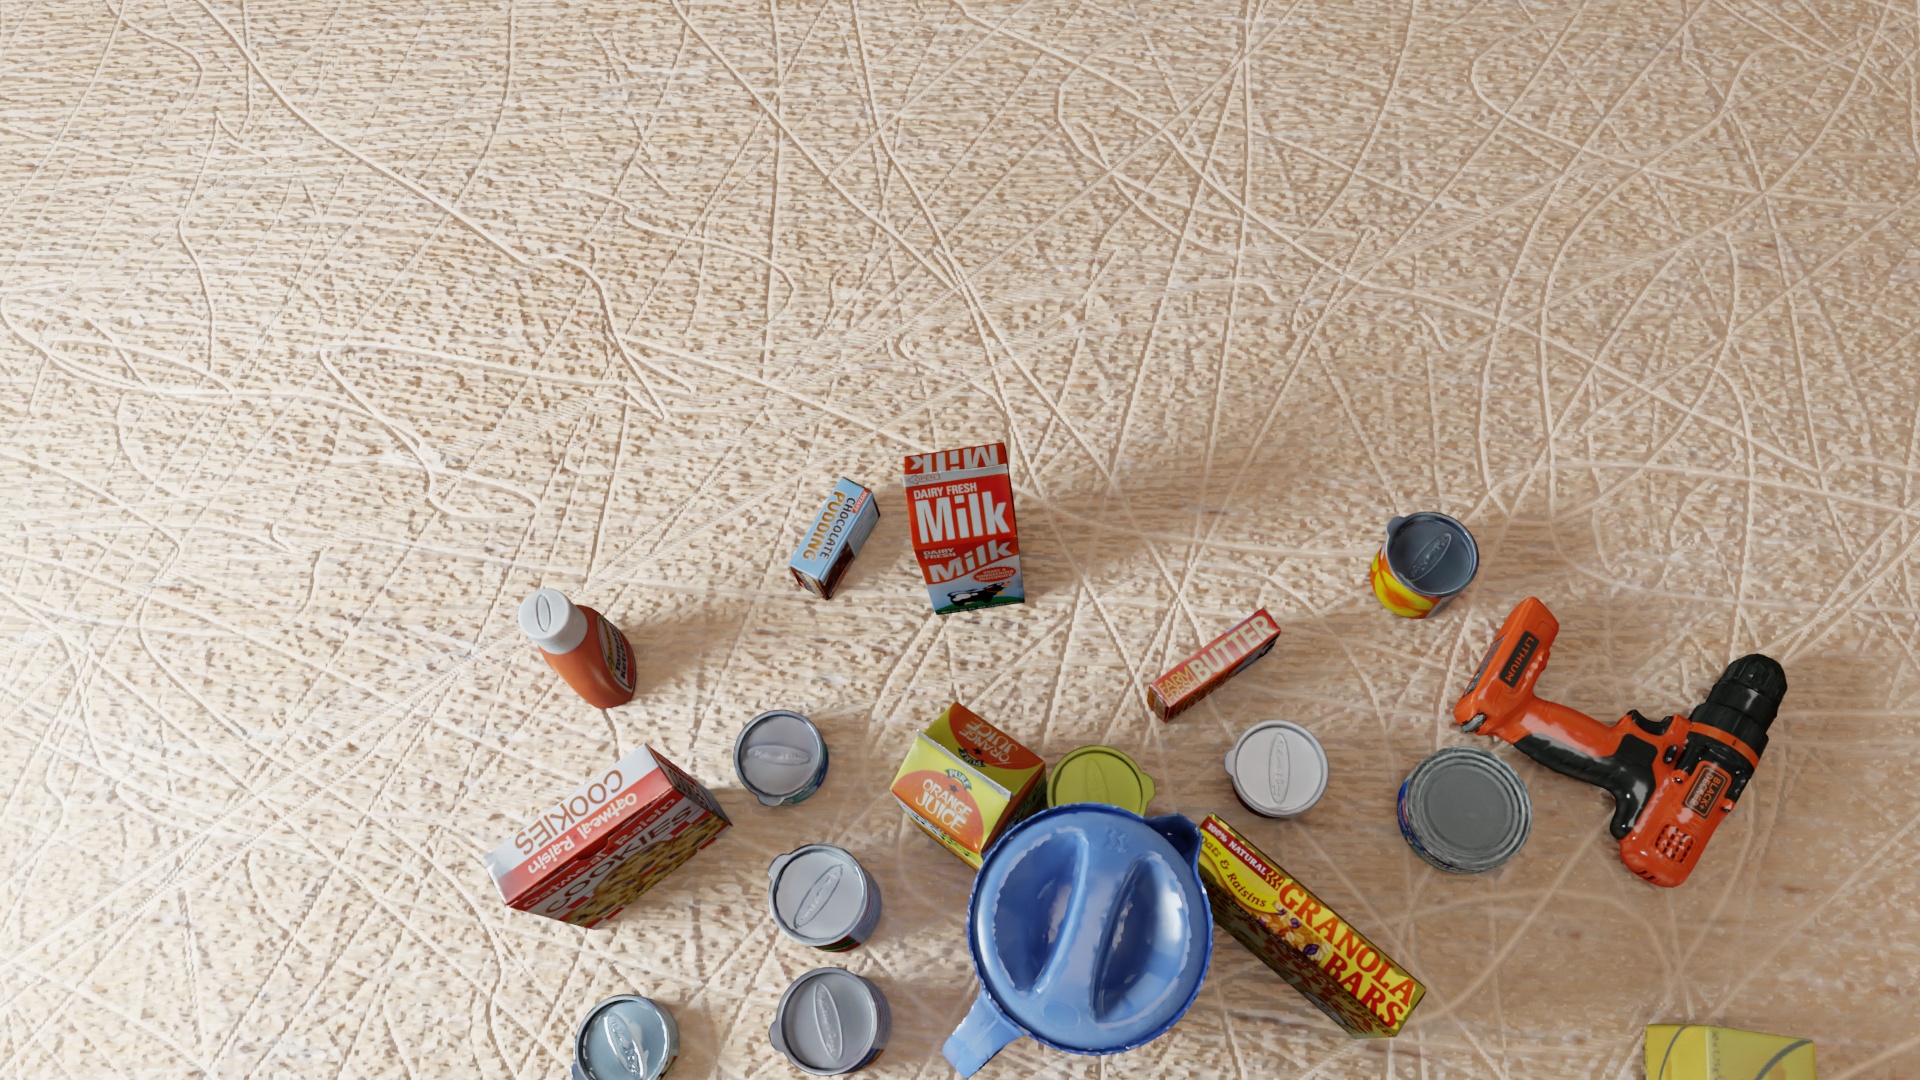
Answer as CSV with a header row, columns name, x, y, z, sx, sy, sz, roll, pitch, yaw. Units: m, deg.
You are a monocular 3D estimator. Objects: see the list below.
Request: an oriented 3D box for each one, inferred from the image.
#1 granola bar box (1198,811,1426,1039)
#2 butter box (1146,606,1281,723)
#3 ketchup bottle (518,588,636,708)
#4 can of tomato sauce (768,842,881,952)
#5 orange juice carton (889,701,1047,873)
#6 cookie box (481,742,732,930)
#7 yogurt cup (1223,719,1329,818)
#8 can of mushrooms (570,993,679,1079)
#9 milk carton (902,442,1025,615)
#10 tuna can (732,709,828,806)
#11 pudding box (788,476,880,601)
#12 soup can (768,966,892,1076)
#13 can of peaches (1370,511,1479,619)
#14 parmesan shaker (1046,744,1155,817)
name,x,y,z,sx,sy,sz,roll,pitch,yaw
granola bar box,0.213,0.253,0.908,0.166,0.124,0.039,39,77,16
butter box,0.184,0.092,1.010,0.104,0.053,0.024,-33,71,-8
ketchup bottle,-0.275,0.075,0.998,0.043,0.148,0.065,-14,69,-1
can of tomato sauce,-0.093,0.246,0.954,0.071,0.083,0.071,-1,69,4
orange juice carton,0.008,0.165,0.920,0.072,0.192,0.073,33,75,15
cookie box,-0.230,0.204,0.935,0.123,0.167,0.040,-36,71,-9
yogurt cup,0.221,0.165,0.979,0.072,0.053,0.072,-1,69,4
can of mushrooms,-0.230,0.347,0.952,0.071,0.033,0.071,-1,69,4
milk carton,0.004,-0.012,0.989,0.072,0.190,0.073,-7,69,1
tuna can,-0.131,0.162,1.016,0.071,0.032,0.071,-1,69,4
pudding box,-0.096,-0.001,1.067,0.030,0.049,0.084,25,73,13
soup can,-0.085,0.321,0.924,0.071,0.083,0.071,-1,69,4
can of peaches,0.339,0.018,1.025,0.071,0.058,0.071,-1,69,4
parmesan shaker,0.095,0.184,0.954,0.071,0.102,0.071,-1,69,4
